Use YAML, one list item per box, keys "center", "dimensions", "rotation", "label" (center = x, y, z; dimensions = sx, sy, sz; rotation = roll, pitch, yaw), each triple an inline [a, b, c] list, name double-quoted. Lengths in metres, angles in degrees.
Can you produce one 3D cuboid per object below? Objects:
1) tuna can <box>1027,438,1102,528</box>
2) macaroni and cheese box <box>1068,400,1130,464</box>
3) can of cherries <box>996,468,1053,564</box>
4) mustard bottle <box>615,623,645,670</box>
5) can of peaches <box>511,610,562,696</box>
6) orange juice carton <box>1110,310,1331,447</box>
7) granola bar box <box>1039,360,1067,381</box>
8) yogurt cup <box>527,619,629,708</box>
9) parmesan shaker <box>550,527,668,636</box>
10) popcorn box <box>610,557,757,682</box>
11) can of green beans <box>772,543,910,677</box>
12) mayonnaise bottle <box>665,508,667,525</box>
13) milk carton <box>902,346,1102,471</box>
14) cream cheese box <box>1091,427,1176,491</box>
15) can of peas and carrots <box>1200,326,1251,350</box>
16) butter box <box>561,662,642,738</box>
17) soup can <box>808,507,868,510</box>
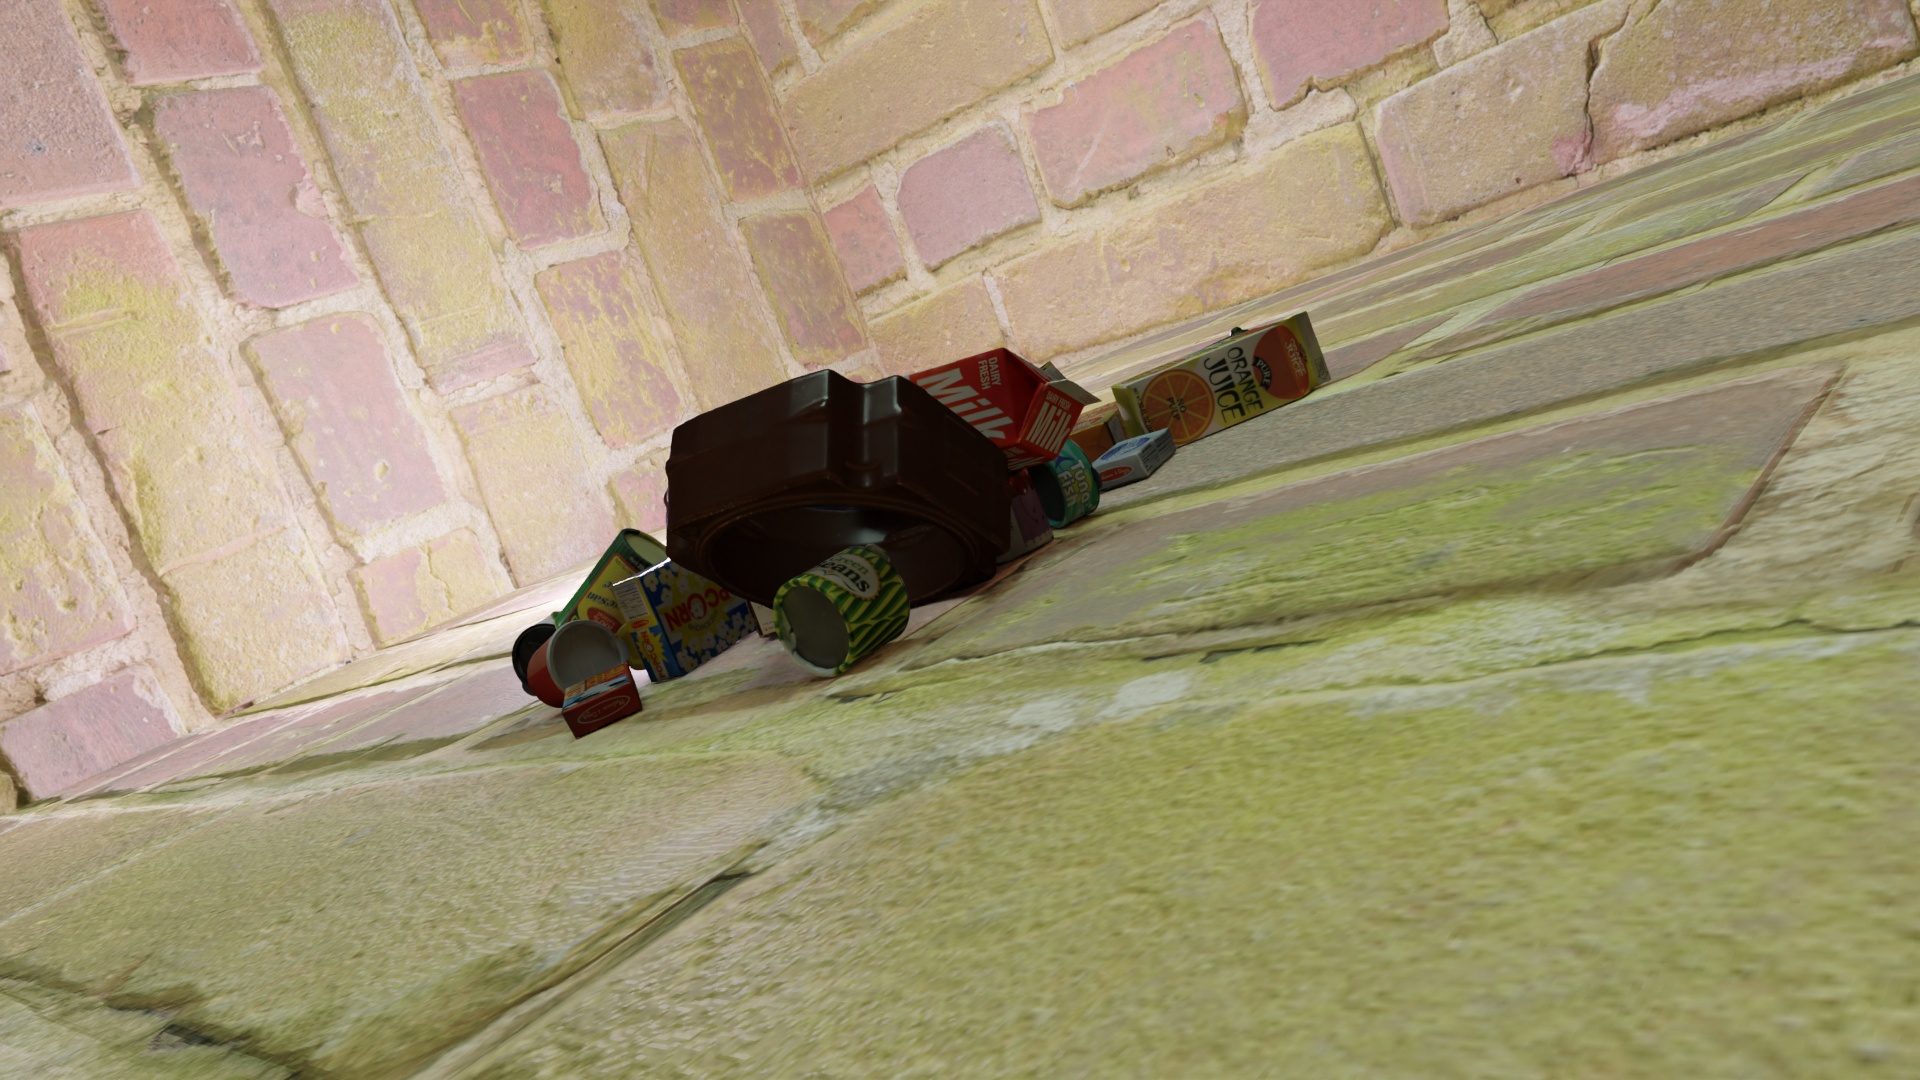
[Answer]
- center: [0.076, -0.044, 1.074]
  dimensions: [0.033, 0.071, 0.071]
  rotation: [-26, 9, -25]
  label: "tuna can"
- center: [0.114, -0.099, 1.434]
  dimensions: [0.123, 0.040, 0.167]
  rotation: [-19, 9, 19]
  label: "macaroni and cheese box"
- center: [0.030, -0.018, 1.045]
  dimensions: [0.071, 0.058, 0.071]
  rotation: [-21, 8, 3]
  label: "can of cherries"
- center: [-0.237, 0.067, 1.207]
  dimensions: [0.065, 0.049, 0.161]
  rotation: [-25, 5, 20]
  label: "mustard bottle"
- center: [-0.364, 0.102, 1.256]
  dimensions: [0.071, 0.071, 0.058]
  rotation: [-20, 8, 9]
  label: "can of peaches"
- center: [0.246, -0.147, 1.291]
  dimensions: [0.193, 0.071, 0.073]
  rotation: [-22, 8, -2]
  label: "orange juice carton"
- center: [0.030, -0.104, 1.430]
  dimensions: [0.125, 0.039, 0.164]
  rotation: [-44, 1, -39]
  label: "granola bar box"
- center: [-0.313, 0.103, 1.121]
  dimensions: [0.053, 0.072, 0.073]
  rotation: [-26, 3, 43]
  label: "yogurt cup"
- center: [-0.302, 0.046, 1.219]
  dimensions: [0.103, 0.071, 0.071]
  rotation: [-52, 2, 11]
  label: "parmesan shaker"
- center: [-0.215, 0.051, 1.127]
  dimensions: [0.038, 0.085, 0.127]
  rotation: [-17, 9, 34]
  label: "popcorn box"
- center: [-0.075, 0.044, 0.868]
  dimensions: [0.071, 0.071, 0.058]
  rotation: [-15, 10, 40]
  label: "can of green beans"
- center: [-0.203, -0.022, 1.319]
  dimensions: [0.148, 0.041, 0.064]
  rotation: [1, -8, 0]
  label: "mayonnaise bottle"
- center: [0.002, -0.085, 1.005]
  dimensions: [0.190, 0.073, 0.072]
  rotation: [-14, -12, 24]
  label: "milk carton"
- center: [0.148, -0.070, 1.204]
  dimensions: [0.053, 0.024, 0.104]
  rotation: [-16, 10, 27]
  label: "cream cheese box"
- center: [0.279, -0.178, 1.420]
  dimensions: [0.059, 0.071, 0.071]
  rotation: [-27, 9, -34]
  label: "can of peas and carrots"
- center: [-0.268, 0.118, 1.037]
  dimensions: [0.053, 0.024, 0.103]
  rotation: [-24, 8, -13]
  label: "butter box"
- center: [-0.095, -0.031, 1.091]
  dimensions: [0.071, 0.083, 0.071]
  rotation: [-17, 10, 3]
  label: "soup can"
